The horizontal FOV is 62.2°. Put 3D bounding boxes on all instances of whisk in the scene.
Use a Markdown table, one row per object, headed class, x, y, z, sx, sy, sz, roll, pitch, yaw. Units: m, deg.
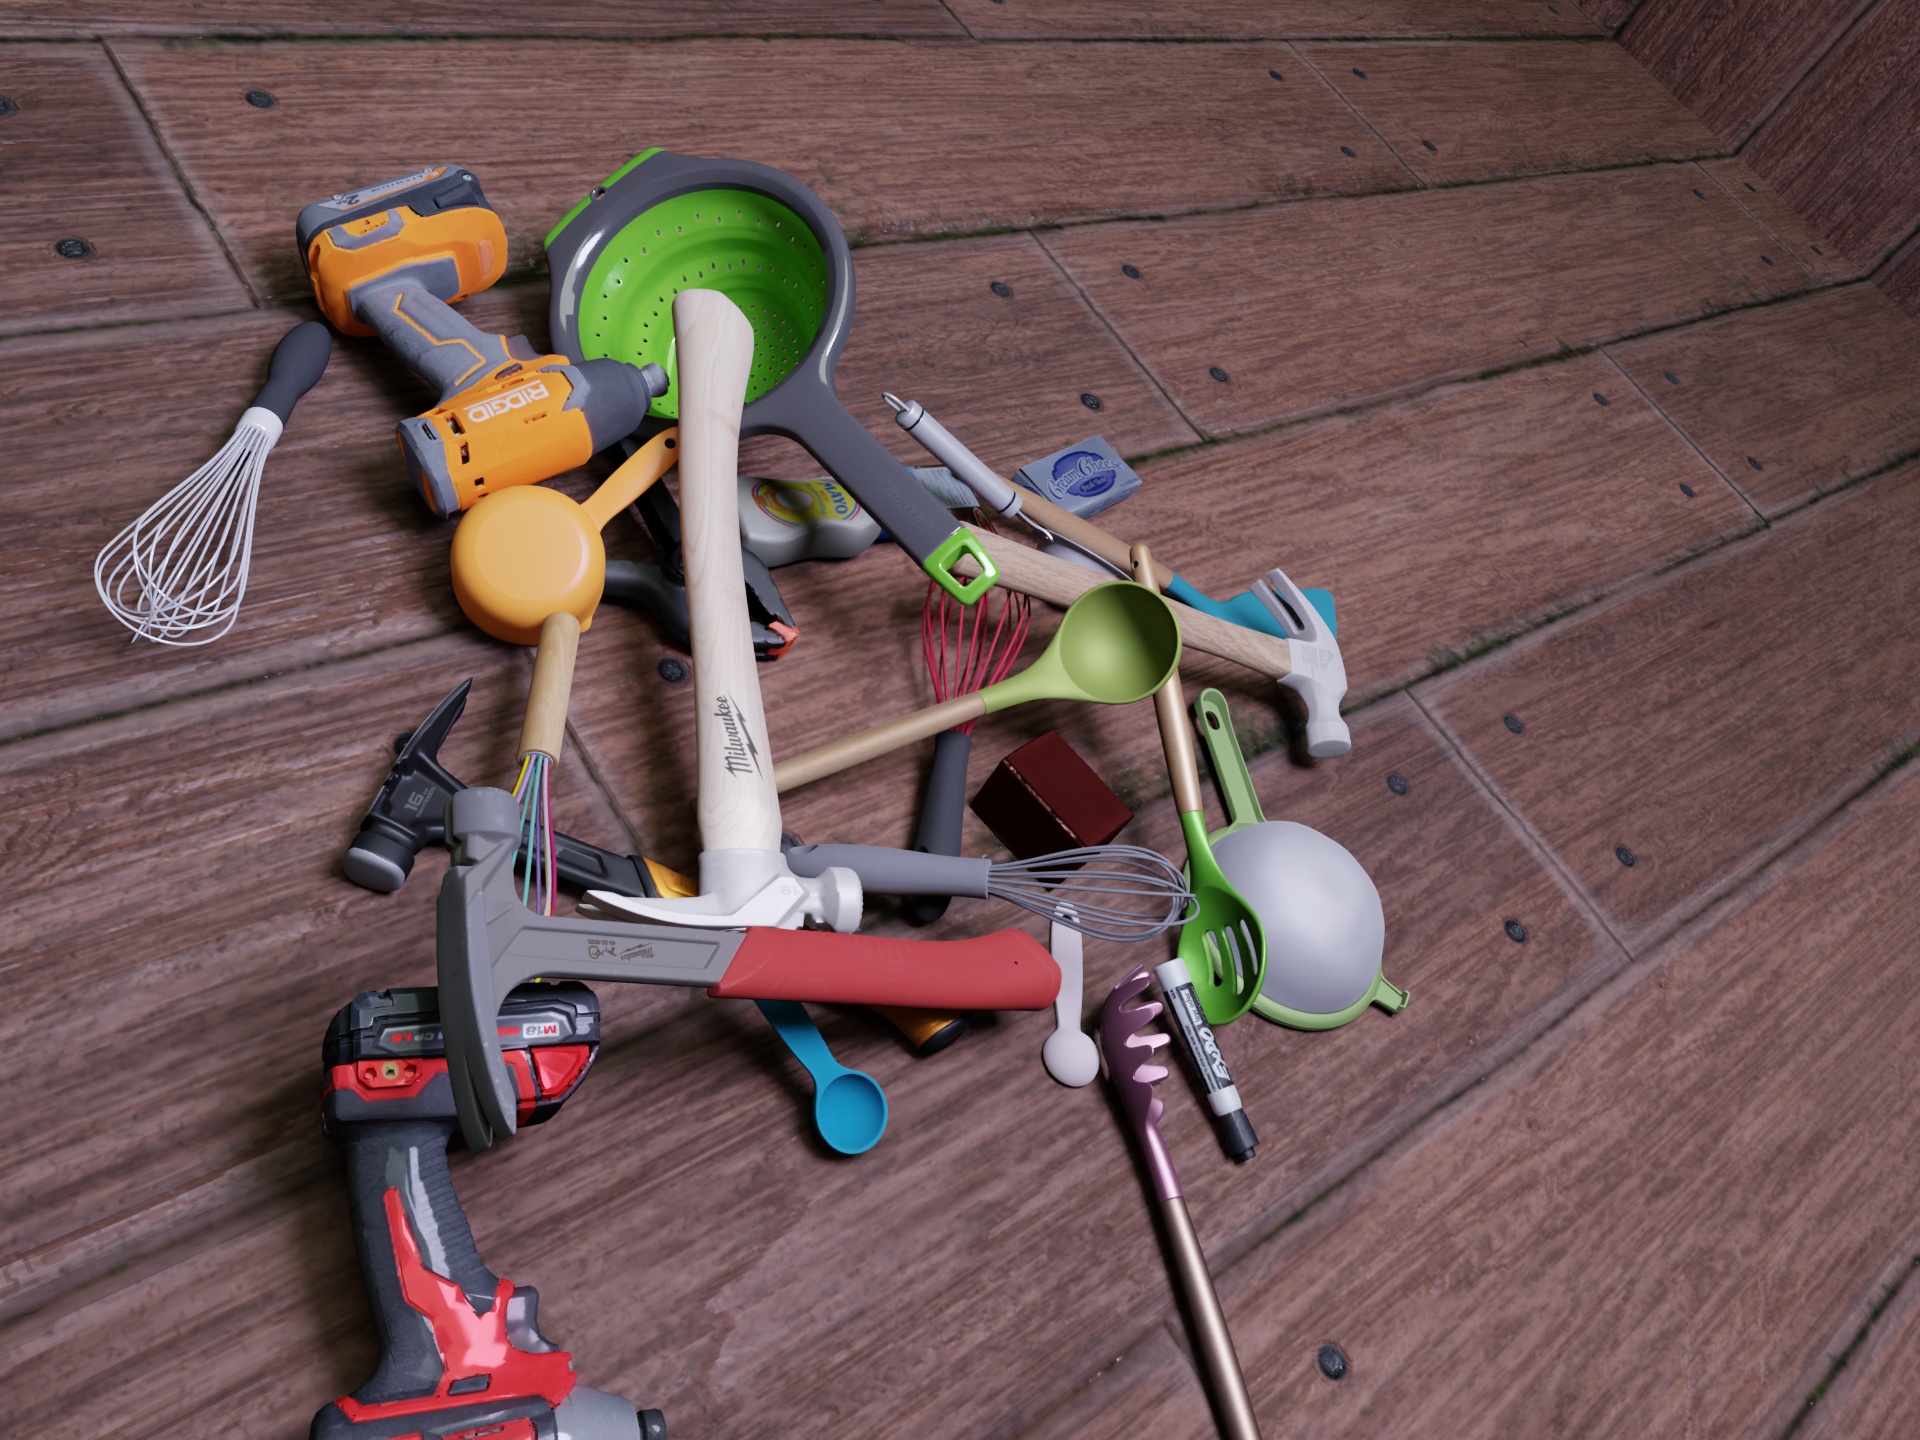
| class | x | y | z | sx | sy | sz | roll | pitch | yaw |
| --- | --- | --- | --- | --- | --- | --- | --- | --- | --- |
| whisk | -0.406 | -0.145 | 0.893 | 0.070 | 0.070 | 0.285 | 18 | 43 | -16 |
| whisk | 0.014 | 0.091 | 0.889 | 0.239 | 0.055 | 0.055 | 4 | 48 | 8 |
| whisk | -0.222 | 0.036 | 0.812 | 0.047 | 0.051 | 0.245 | 10 | 49 | -14 |
| whisk | -0.002 | -0.003 | 1.003 | 0.073 | 0.073 | 0.296 | 20 | 53 | -14 |

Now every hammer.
| class | x | y | z | sx | sy | sz | roll | pitch | yaw |
| --- | --- | --- | --- | --- | --- | --- | --- | --- | --- |
| hammer | -0.079 | 0.126 | 0.763 | 0.358 | 0.036 | 0.149 | 14 | 55 | -44 |
| hammer | -0.146 | 0.093 | 0.860 | 0.336 | 0.034 | 0.127 | 24 | 48 | -10 |
| hammer | 0.133 | -0.073 | 1.076 | 0.331 | 0.031 | 0.130 | 16 | 58 | -29 |
| hammer | -0.147 | -0.075 | 0.900 | 0.146 | 0.038 | 0.411 | 4 | 63 | -25 |

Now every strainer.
| class | x | y | z | sx | sy | sz | roll | pitch | yaw |
| --- | --- | --- | --- | --- | --- | --- | --- | --- | --- |
| strainer | 0.037 | -0.143 | 1.100 | 0.258 | 0.087 | 0.050 | 38 | 84 | -29 |
| strainer | 0.211 | 0.074 | 1.049 | 0.151 | 0.069 | 0.257 | 4 | 55 | -27 |

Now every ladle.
| class | x | y | z | sx | sy | sz | roll | pitch | yaw |
| --- | --- | --- | --- | --- | --- | --- | --- | --- | --- |
| ladle | -0.009 | -0.007 | 0.939 | 0.320 | 0.062 | 0.078 | -21 | 74 | -22 |

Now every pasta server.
| class | x | y | z | sx | sy | sz | roll | pitch | yaw |
| --- | --- | --- | --- | --- | --- | --- | --- | --- | --- |
| pasta server | 0.129 | 0.284 | 0.858 | 0.040 | 0.060 | 0.317 | -20 | 61 | 7 |

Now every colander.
| class | x | y | z | sx | sy | sz | roll | pitch | yaw |
| --- | --- | --- | --- | --- | --- | --- | --- | --- | --- |
| colander | -0.109 | -0.205 | 1.040 | 0.204 | 0.094 | 0.397 | -42 | 72 | -4 |

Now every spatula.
| class | x | y | z | sx | sy | sz | roll | pitch | yaw |
| --- | --- | --- | --- | --- | --- | --- | --- | --- | --- |
| spatula | 0.138 | -0.122 | 1.171 | 0.317 | 0.044 | 0.082 | 25 | 50 | -18 |

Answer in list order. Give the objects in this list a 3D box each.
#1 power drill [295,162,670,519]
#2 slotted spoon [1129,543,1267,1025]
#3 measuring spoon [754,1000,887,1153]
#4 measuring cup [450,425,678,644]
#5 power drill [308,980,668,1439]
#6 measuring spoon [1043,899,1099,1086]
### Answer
| class | x | y | z | sx | sy | sz | roll | pitch | yaw |
| --- | --- | --- | --- | --- | --- | --- | --- | --- | --- |
| power drill | -0.294 | -0.239 | 0.982 | 0.164 | 0.084 | 0.227 | -27 | 66 | -22 |
| slotted spoon | 0.141 | 0.033 | 0.995 | 0.031 | 0.070 | 0.314 | 8 | 66 | -42 |
| measuring spoon | -0.084 | 0.168 | 0.823 | 0.042 | 0.021 | 0.128 | -35 | 94 | -36 |
| measuring cup | -0.220 | -0.120 | 0.925 | 0.095 | 0.052 | 0.173 | 45 | 75 | -3 |
| power drill | -0.202 | 0.228 | 0.676 | 0.143 | 0.078 | 0.220 | 2 | 66 | -25 |
| measuring spoon | 0.066 | 0.156 | 0.938 | 0.034 | 0.018 | 0.124 | 16 | 48 | -17 |
